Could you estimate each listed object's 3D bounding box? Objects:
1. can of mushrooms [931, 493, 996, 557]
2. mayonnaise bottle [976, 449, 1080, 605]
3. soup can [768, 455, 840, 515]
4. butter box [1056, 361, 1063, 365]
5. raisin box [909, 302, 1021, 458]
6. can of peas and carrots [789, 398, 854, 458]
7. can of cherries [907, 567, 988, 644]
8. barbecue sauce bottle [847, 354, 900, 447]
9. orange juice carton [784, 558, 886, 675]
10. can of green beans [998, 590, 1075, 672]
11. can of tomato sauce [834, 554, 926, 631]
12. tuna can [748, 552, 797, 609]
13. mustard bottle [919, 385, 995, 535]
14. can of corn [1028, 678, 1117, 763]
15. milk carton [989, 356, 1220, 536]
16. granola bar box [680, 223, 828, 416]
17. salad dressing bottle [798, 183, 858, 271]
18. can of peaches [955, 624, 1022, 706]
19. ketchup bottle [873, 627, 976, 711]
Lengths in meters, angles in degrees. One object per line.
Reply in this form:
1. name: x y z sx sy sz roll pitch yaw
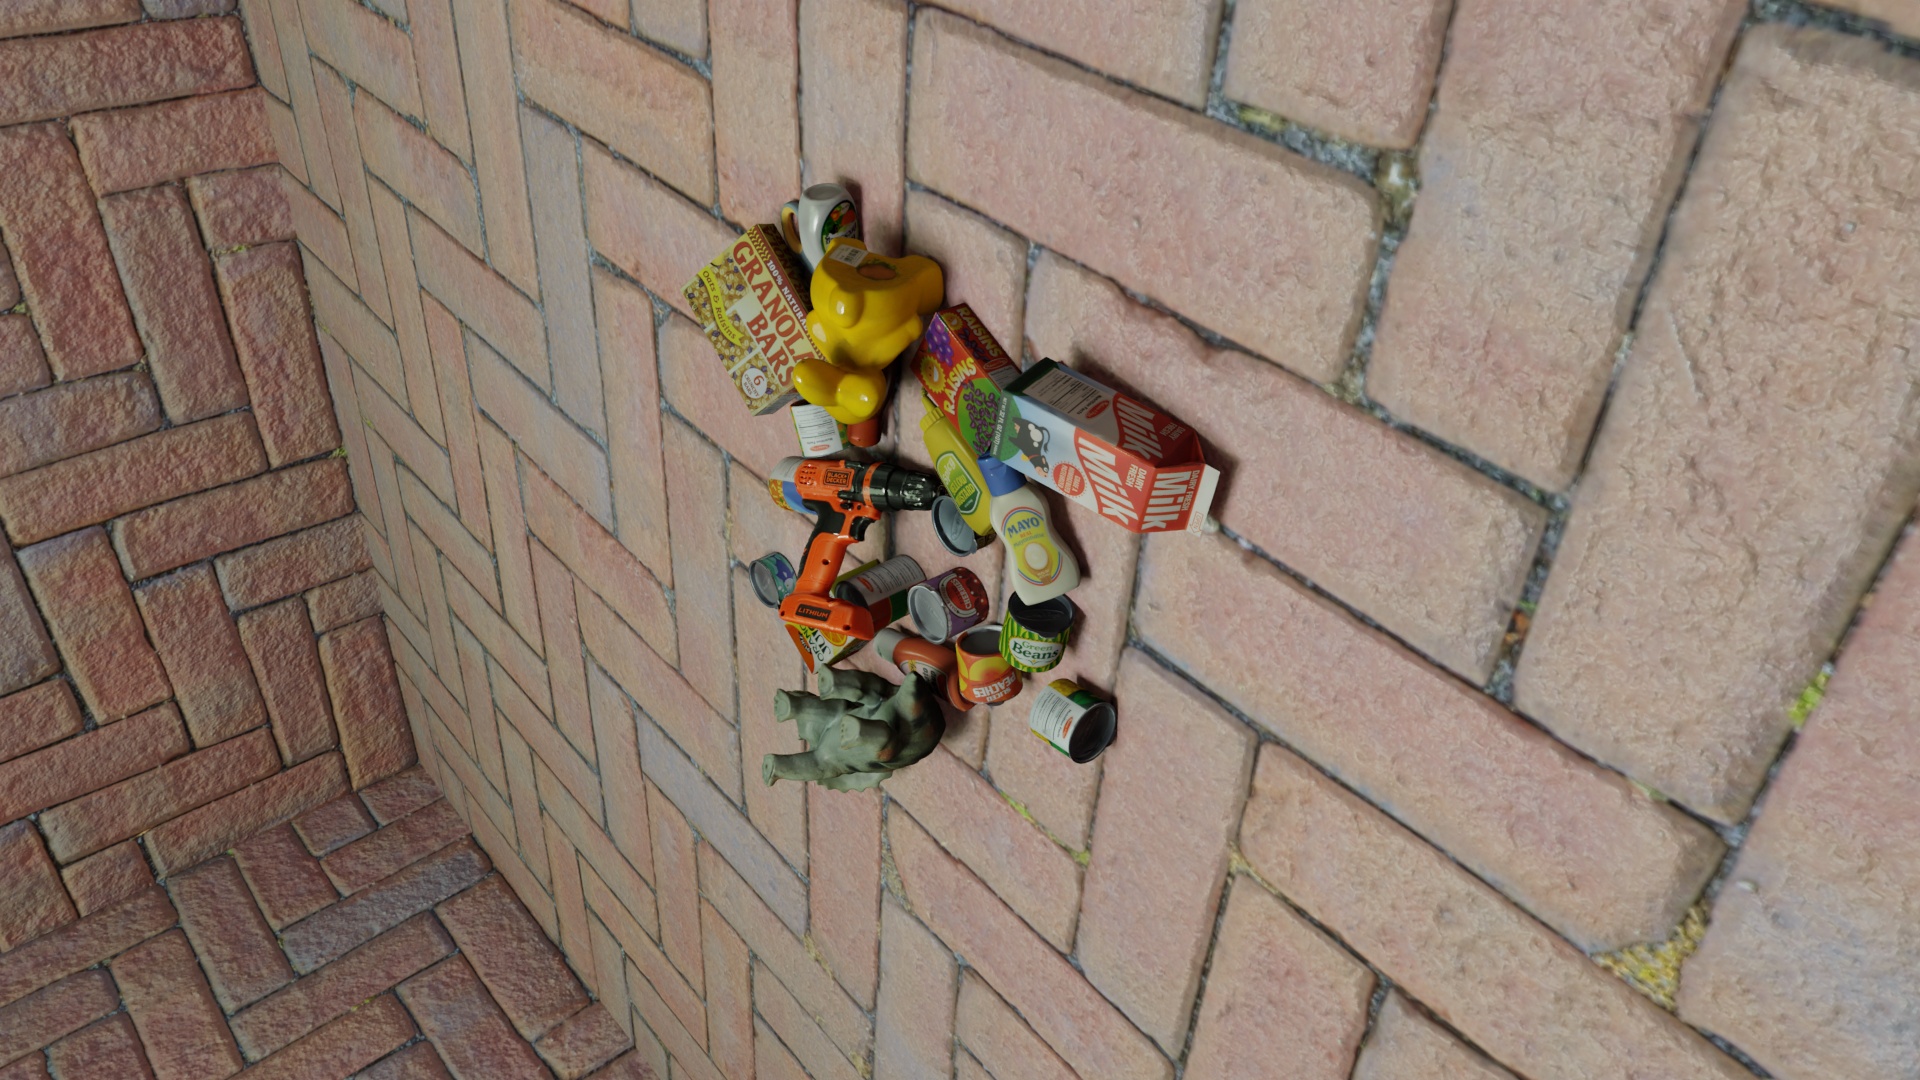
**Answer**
1. can of mushrooms: 0.005 -0.018 1.407 0.071 0.033 0.070 30 132 40
2. mayonnaise bottle: 0.059 -0.016 1.298 0.041 0.065 0.147 -80 -32 -73
3. soup can: -0.169 -0.060 1.585 0.084 0.071 0.071 9 118 51
4. butter box: 0.082 -0.107 1.257 0.053 0.024 0.103 50 143 20
5. raisin box: 0.011 -0.150 1.312 0.123 0.040 0.085 54 145 17
6. can of peas and carrots: -0.148 -0.128 1.517 0.071 0.071 0.058 6 115 52
7. can of cherries: -0.012 0.067 1.460 0.071 0.058 0.071 31 133 41
8. barbecue sauce bottle: -0.096 -0.166 1.440 0.065 0.044 0.147 24 133 20
9. orange juice carton: -0.146 0.099 1.646 0.072 0.073 0.191 59 146 8
10. can of green beans: 0.074 0.086 1.350 0.071 0.071 0.057 42 140 30
11. can of tomato sauce: -0.087 0.062 1.534 0.071 0.083 0.070 31 133 40
12. tuna can: -0.238 0.052 1.775 0.071 0.033 0.070 31 133 40
13. mustard bottle: 0.000 -0.083 1.358 0.160 0.049 0.065 57 143 11
14. can of corn: 0.111 0.176 1.360 0.058 0.071 0.070 29 132 42
15. milk carton: 0.125 -0.072 1.159 0.191 0.074 0.072 29 134 22
16. granola bar box: -0.210 -0.234 1.478 0.124 0.039 0.165 -33 85 27
17. salad dressing bottle: -0.128 -0.283 1.399 0.044 0.064 0.146 23 137 31
18. can of peaches: 0.030 0.128 1.433 0.071 0.071 0.057 23 127 45
19. ketchup bottle: -0.038 0.137 1.552 0.149 0.044 0.064 23 140 45
